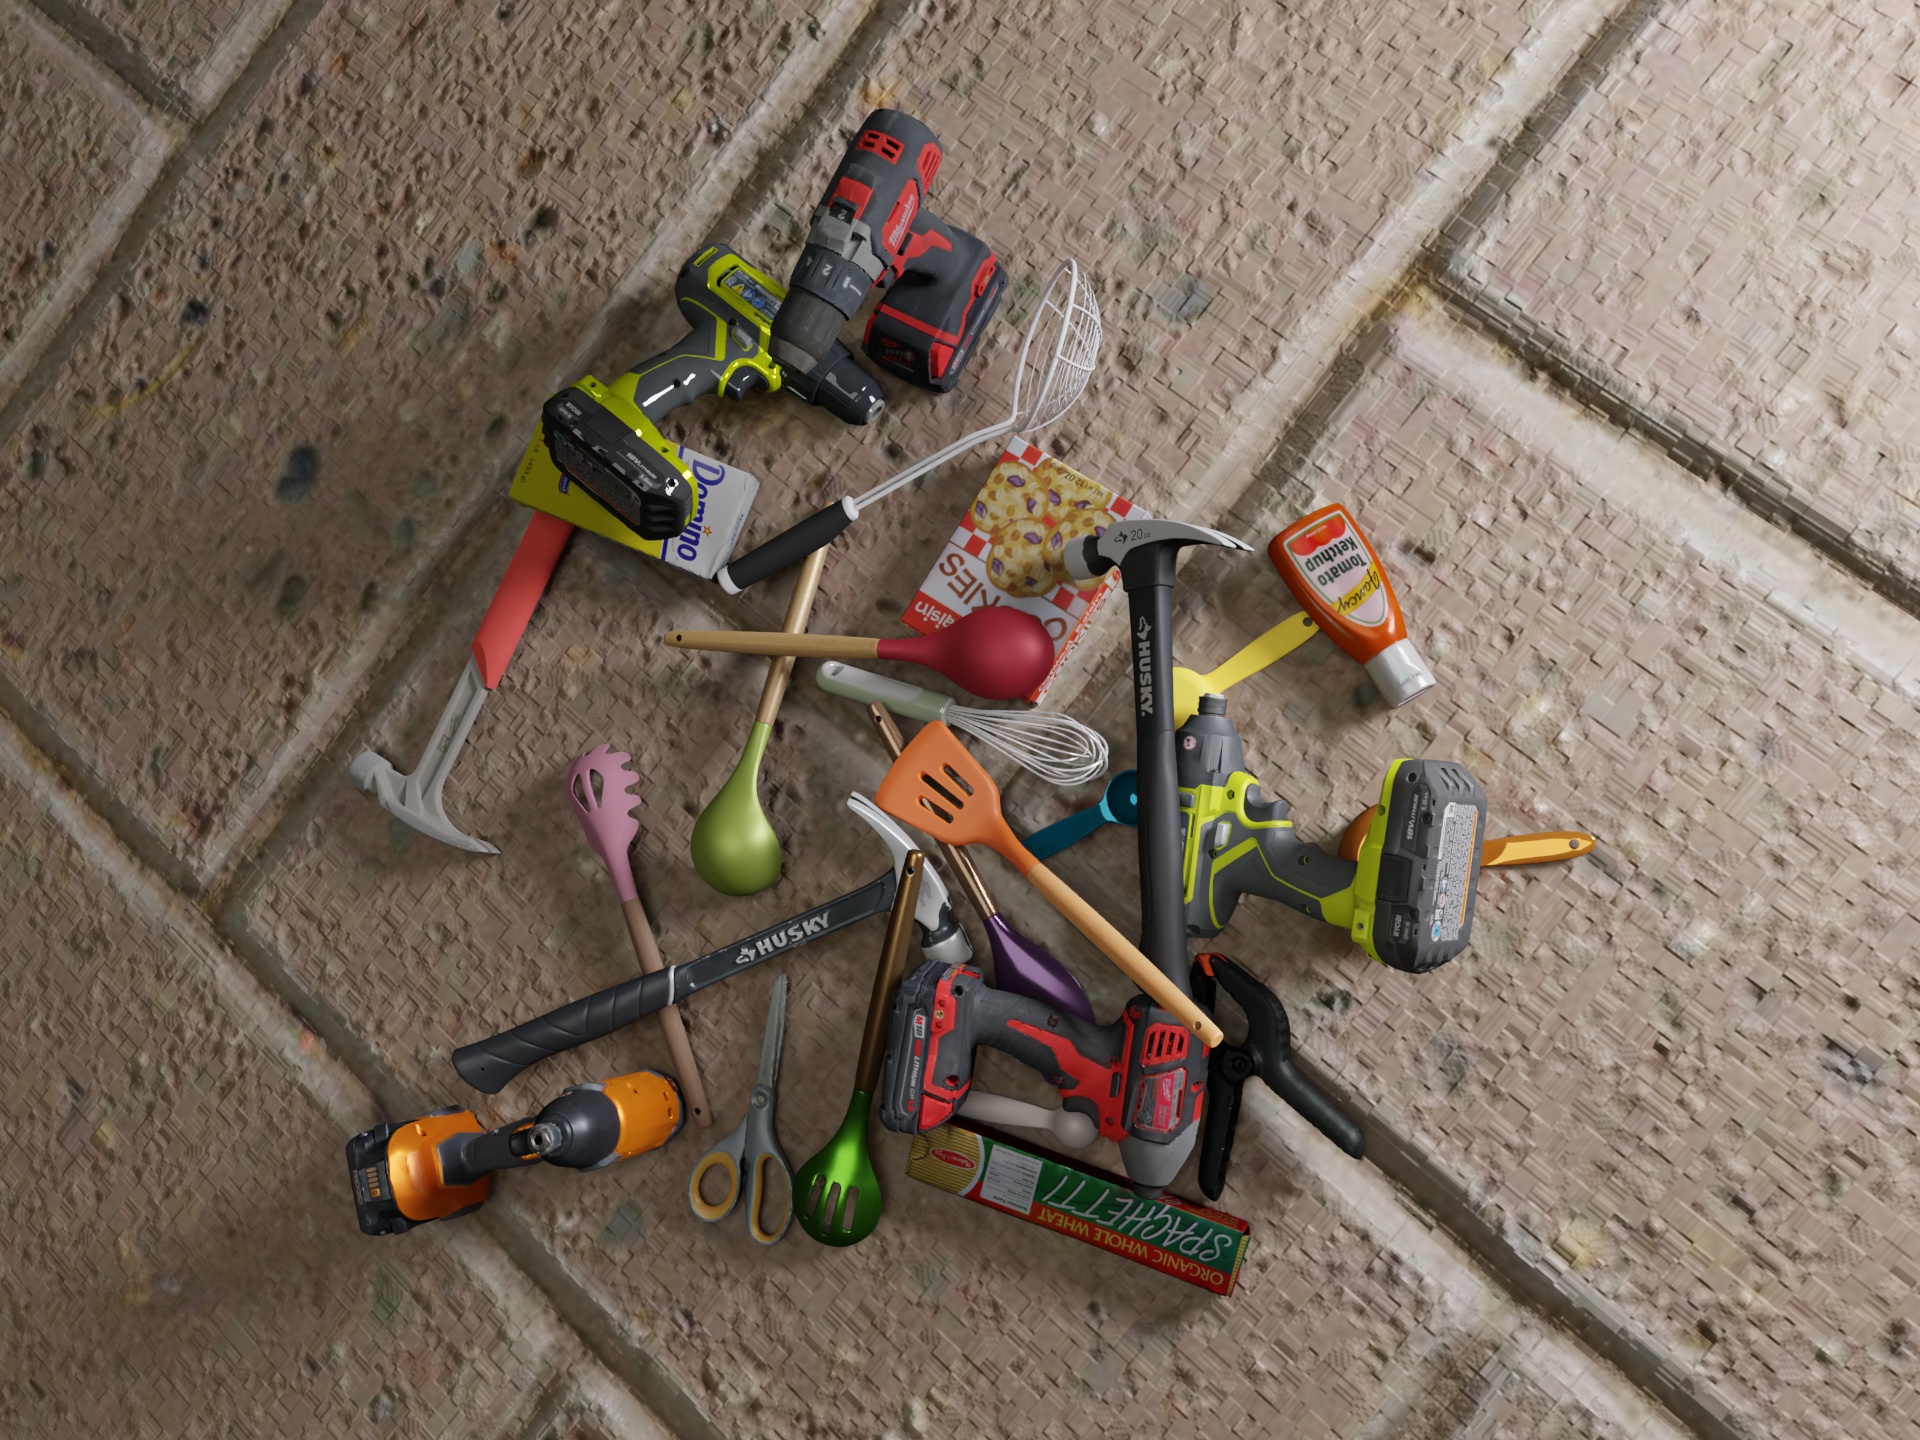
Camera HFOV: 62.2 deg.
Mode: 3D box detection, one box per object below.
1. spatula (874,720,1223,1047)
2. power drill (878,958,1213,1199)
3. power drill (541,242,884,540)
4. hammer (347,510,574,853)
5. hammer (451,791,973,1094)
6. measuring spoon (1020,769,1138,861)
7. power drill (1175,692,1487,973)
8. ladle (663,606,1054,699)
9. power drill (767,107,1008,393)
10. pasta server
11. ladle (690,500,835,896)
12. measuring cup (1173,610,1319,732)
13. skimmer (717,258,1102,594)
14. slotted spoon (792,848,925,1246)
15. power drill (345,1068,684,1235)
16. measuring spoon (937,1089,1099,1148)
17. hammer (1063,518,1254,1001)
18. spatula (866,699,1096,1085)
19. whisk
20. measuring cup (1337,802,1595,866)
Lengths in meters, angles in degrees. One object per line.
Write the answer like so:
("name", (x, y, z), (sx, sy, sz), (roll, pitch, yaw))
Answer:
("spatula", (0.062, 0.118, 1.110), (0.323, 0.041, 0.081), (41, 97, 36))
("power drill", (0.061, 0.250, 1.116), (0.220, 0.078, 0.143), (8, 98, 12))
("power drill", (-0.189, -0.248, 1.233), (0.190, 0.080, 0.228), (39, 65, 7))
("hammer", (-0.373, -0.074, 1.318), (0.149, 0.036, 0.359), (27, 91, 17))
("hammer", (-0.204, 0.189, 1.204), (0.409, 0.036, 0.149), (-24, 99, 9))
("measuring spoon", (0.093, 0.077, 1.185), (0.128, 0.021, 0.042), (-29, 77, 19))
("power drill", (0.229, 0.075, 1.073), (0.223, 0.080, 0.171), (8, 92, 42))
("ladle", (-0.084, -0.056, 1.204), (0.315, 0.031, 0.069), (3, 85, 19))
("power drill", (-0.055, -0.314, 1.162), (0.080, 0.226, 0.188), (28, 91, 17))
("pasta server", (-0.250, 0.168, 1.261), (0.060, 0.040, 0.316), (-22, 82, 12))
("ladle", (-0.141, -0.019, 1.252), (0.078, 0.062, 0.320), (11, 79, 27))
("measuring cup", (0.199, -0.038, 1.160), (0.156, 0.029, 0.062), (-34, 76, 9))
("skimmer", (-0.049, -0.213, 1.199), (0.363, 0.127, 0.090), (-28, 120, 15))
("slotted spoon", (-0.067, 0.245, 1.166), (0.070, 0.031, 0.313), (14, 98, 10))
("power drill", (-0.342, 0.321, 1.195), (0.226, 0.164, 0.084), (-18, 79, 15))
("measuring spoon", (0.040, 0.289, 1.168), (0.124, 0.018, 0.034), (7, 85, 17))
("hammer", (0.139, 0.025, 1.094), (0.146, 0.035, 0.335), (-8, 82, 46))
("spatula", (0.012, 0.123, 1.186), (0.060, 0.018, 0.316), (-31, 83, 9))
("whisk", (-0.002, -0.004, 1.204), (0.246, 0.059, 0.058), (17, 50, 21))
("measuring cup", (0.346, 0.092, 1.091), (0.173, 0.052, 0.095), (-8, 81, 16))
